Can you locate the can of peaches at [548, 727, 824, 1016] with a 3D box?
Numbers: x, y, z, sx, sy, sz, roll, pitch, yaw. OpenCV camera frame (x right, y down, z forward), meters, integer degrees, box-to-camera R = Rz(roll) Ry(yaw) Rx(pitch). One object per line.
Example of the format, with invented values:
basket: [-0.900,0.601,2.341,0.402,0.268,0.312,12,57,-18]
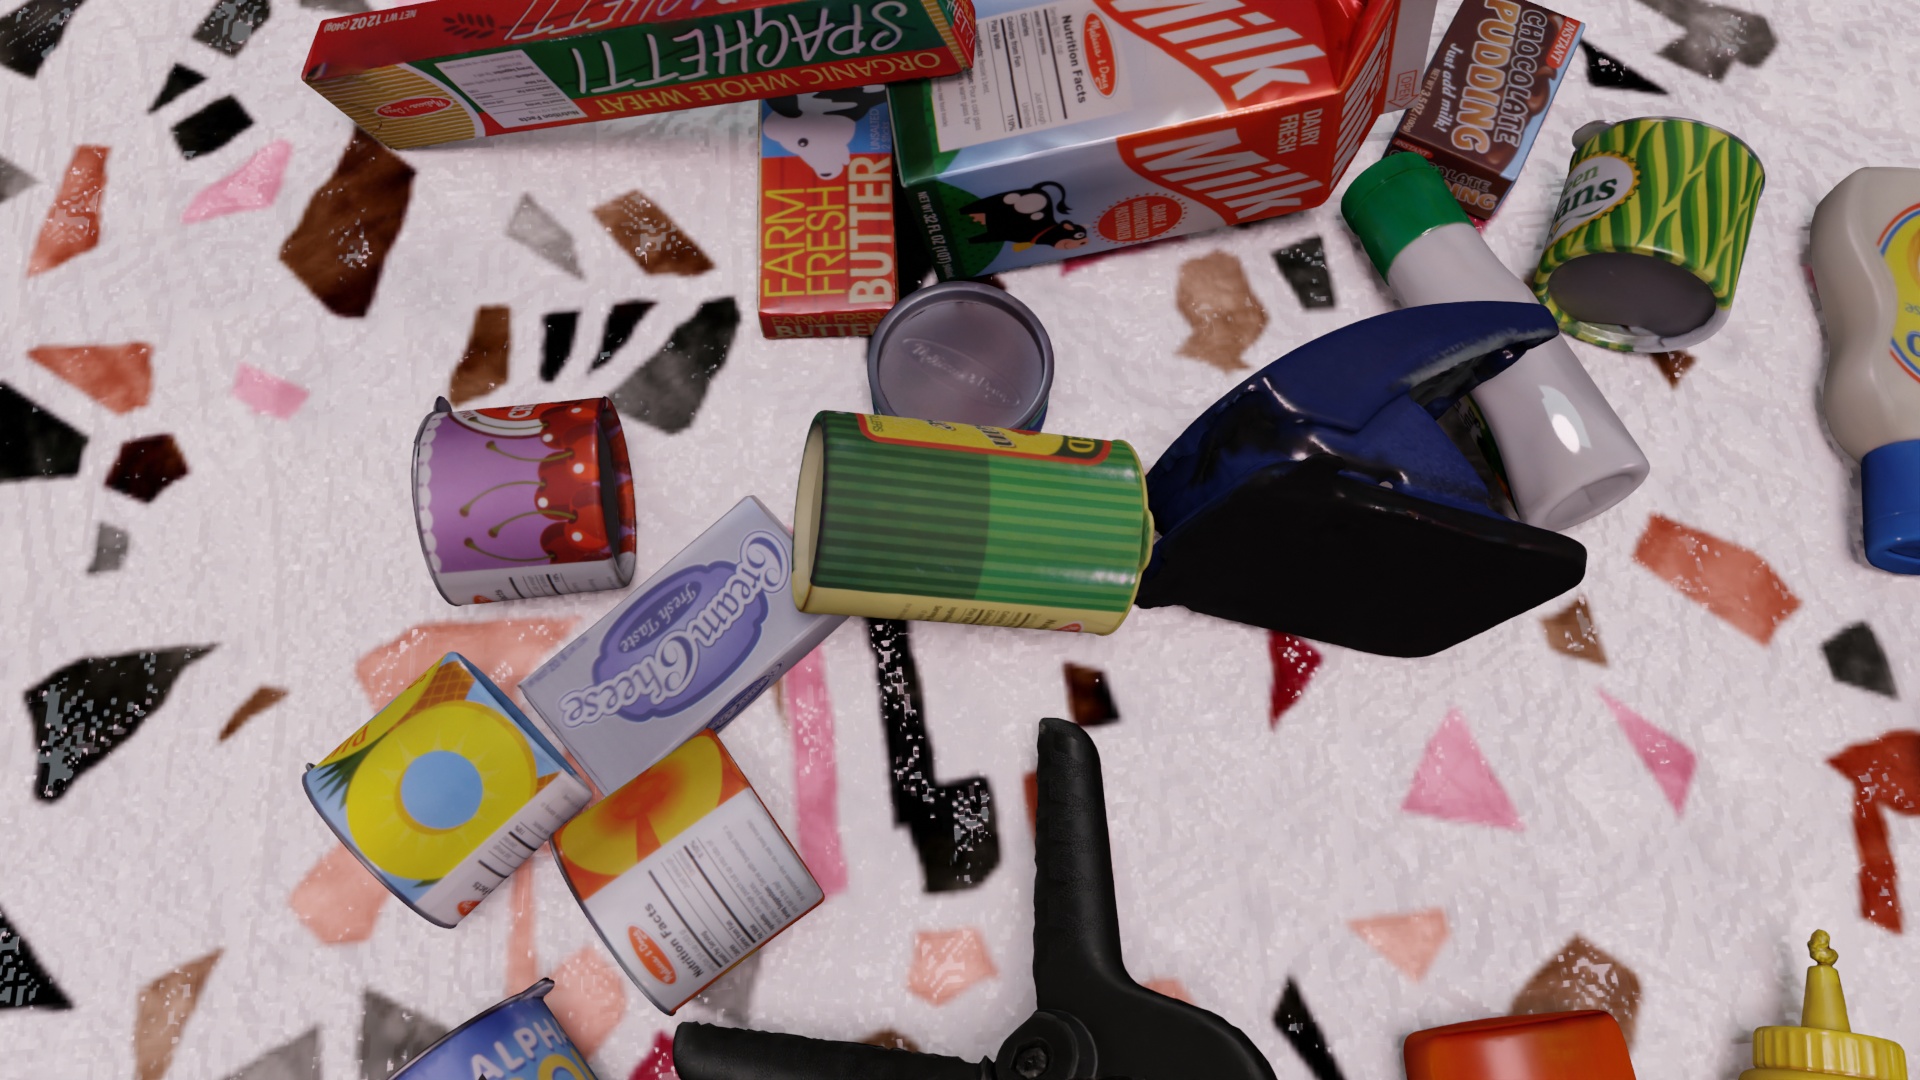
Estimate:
can of peaches: [-0.084,0.099,0.428,0.058,0.071,0.071,-35,74,-12]

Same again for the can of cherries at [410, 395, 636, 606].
can of cherries: [-0.144,-0.016,0.467,0.058,0.071,0.071,-6,70,-2]

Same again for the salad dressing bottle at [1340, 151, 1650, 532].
salad dressing bottle: [0.186,-0.074,0.497,0.044,0.064,0.148,-33,62,21]

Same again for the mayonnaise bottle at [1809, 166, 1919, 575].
mayonnaise bottle: [0.345,-0.062,0.500,0.065,0.041,0.148,11,70,2]

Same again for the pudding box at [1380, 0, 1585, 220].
pudding box: [0.205,-0.173,0.546,0.050,0.030,0.084,27,72,9]

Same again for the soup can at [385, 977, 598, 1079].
soup can: [-0.123,0.182,0.396,0.071,0.071,0.084,-38,75,-13]

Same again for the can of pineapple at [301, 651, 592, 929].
can of pineapple: [-0.160,0.075,0.434,0.071,0.070,0.058,43,75,14]

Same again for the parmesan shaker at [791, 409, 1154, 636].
parmesan shaker: [0.002,-0.006,0.449,0.103,0.071,0.071,5,69,-15]

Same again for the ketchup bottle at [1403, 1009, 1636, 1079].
ketchup bottle: [0.174,0.215,0.397,0.065,0.043,0.149,-7,70,-2]

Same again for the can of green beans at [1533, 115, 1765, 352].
can of green beans: [0.249,-0.110,0.504,0.071,0.071,0.058,22,72,8]

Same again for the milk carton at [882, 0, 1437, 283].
milk carton: [0.073,-0.159,0.504,0.190,0.072,0.073,-11,70,7]

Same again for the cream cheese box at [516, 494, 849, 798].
cream cheese box: [-0.092,0.037,0.471,0.104,0.024,0.053,-41,76,-14]

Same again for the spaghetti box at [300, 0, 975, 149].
spaghetti box: [-0.118,-0.176,0.495,0.250,0.050,0.029,-1,72,20]

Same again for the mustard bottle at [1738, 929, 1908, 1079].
mustard bottle: [0.255,0.195,0.402,0.065,0.048,0.161,9,69,3]

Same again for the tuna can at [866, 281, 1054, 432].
tuna can: [-0.001,-0.055,0.501,0.071,0.032,0.071,0,70,0]

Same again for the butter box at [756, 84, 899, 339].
butter box: [-0.051,-0.127,0.532,0.053,0.024,0.104,-3,70,0]
